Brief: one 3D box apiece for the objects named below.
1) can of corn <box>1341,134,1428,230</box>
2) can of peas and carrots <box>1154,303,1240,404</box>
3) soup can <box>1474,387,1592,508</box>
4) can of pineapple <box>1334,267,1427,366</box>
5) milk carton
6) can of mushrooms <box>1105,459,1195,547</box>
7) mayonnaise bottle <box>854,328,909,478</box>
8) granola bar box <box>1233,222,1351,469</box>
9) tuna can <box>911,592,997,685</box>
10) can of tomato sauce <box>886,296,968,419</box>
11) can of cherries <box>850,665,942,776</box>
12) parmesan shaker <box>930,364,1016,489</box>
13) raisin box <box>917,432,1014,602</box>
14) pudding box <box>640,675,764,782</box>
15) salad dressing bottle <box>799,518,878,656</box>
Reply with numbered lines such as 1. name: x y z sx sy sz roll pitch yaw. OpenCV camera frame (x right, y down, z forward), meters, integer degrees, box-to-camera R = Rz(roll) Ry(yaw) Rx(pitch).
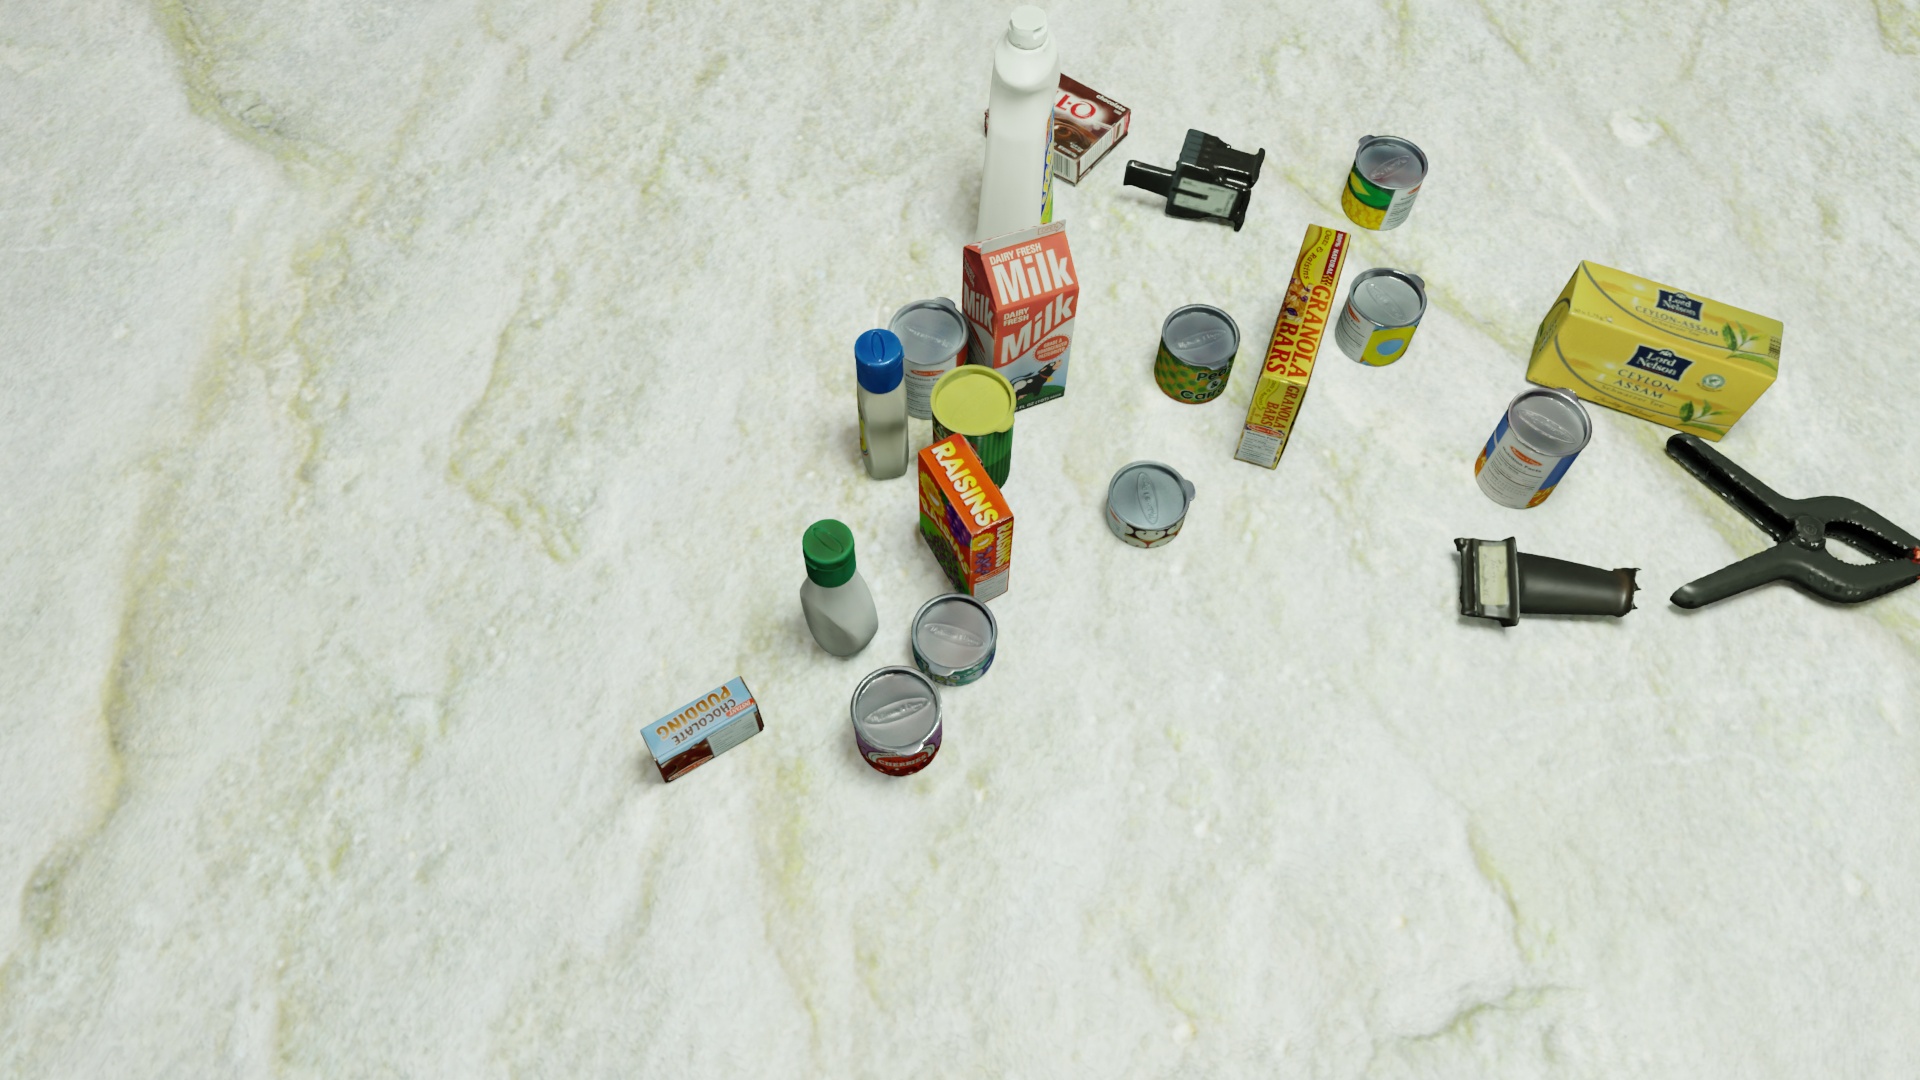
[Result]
1. can of corn: 0.390 -0.332 1.288 0.071 0.058 0.071 0 61 0
2. can of peas and carrots: 0.203 -0.157 1.187 0.071 0.058 0.071 0 61 0
3. soup can: 0.466 -0.076 1.130 0.071 0.083 0.071 0 61 0
4. can of pineapple: 0.367 -0.195 1.210 0.071 0.057 0.071 0 61 0
5. milk carton: 0.046 -0.188 1.128 0.072 0.189 0.074 -19 63 -11
6. can of mushrooms: 0.154 -0.030 1.130 0.071 0.033 0.071 0 61 0
7. mayonnaise bottle: -0.063 -0.111 1.108 0.041 0.147 0.065 -8 61 -5
8. granola bar box: 0.276 -0.160 1.152 0.039 0.123 0.166 18 62 9
9. tuna can: -0.005 0.079 1.068 0.071 0.032 0.071 0 61 0
10. can of tomato sauce: -0.027 -0.153 1.169 0.071 0.082 0.071 0 61 0
11. can of cherries: -0.046 0.136 1.021 0.071 0.058 0.072 0 61 0
12. parmesan shaker: 0.011 -0.083 1.118 0.071 0.102 0.071 0 61 0
13. raisin box: 0.004 -0.013 1.068 0.040 0.122 0.086 -25 64 -13
14. pudding box: -0.189 0.139 1.022 0.084 0.049 0.030 -29 65 -16
15. salad dressing bottle: -0.092 0.036 1.025 0.064 0.147 0.044 37 67 18
